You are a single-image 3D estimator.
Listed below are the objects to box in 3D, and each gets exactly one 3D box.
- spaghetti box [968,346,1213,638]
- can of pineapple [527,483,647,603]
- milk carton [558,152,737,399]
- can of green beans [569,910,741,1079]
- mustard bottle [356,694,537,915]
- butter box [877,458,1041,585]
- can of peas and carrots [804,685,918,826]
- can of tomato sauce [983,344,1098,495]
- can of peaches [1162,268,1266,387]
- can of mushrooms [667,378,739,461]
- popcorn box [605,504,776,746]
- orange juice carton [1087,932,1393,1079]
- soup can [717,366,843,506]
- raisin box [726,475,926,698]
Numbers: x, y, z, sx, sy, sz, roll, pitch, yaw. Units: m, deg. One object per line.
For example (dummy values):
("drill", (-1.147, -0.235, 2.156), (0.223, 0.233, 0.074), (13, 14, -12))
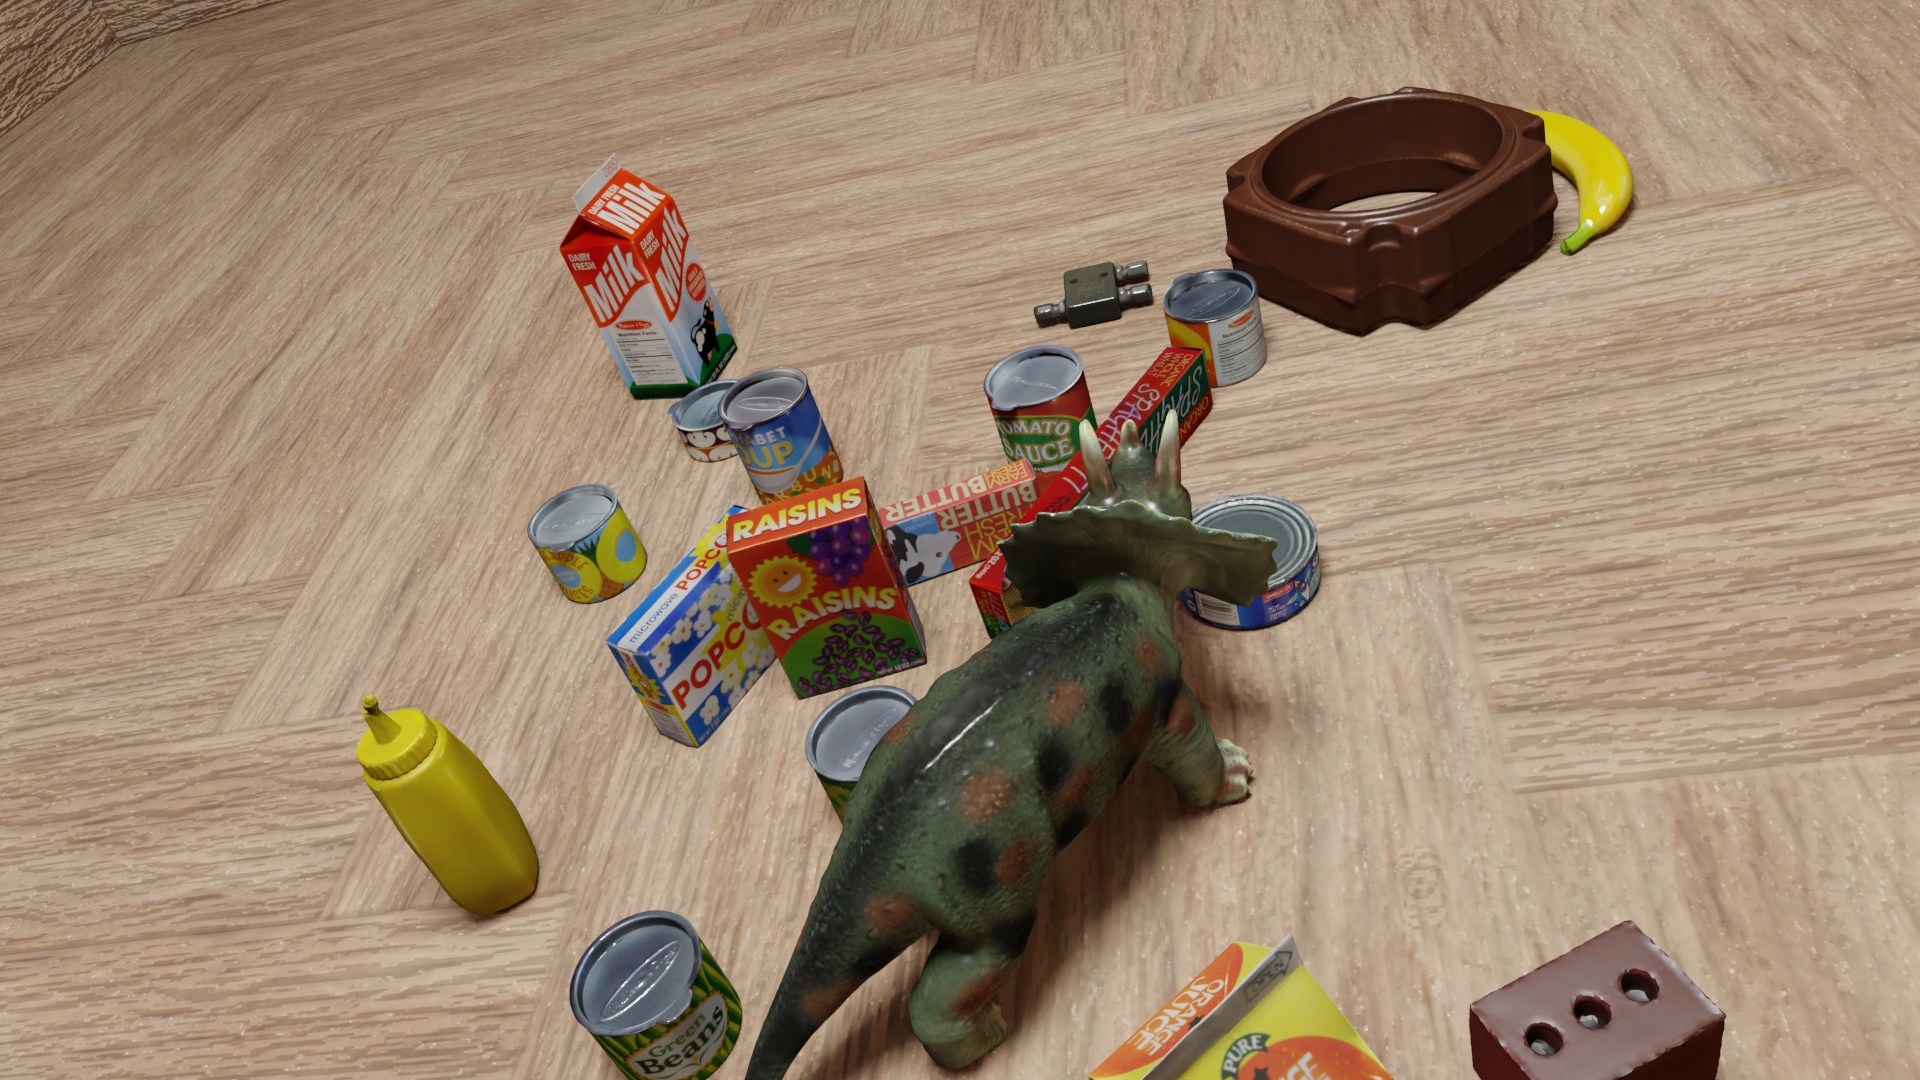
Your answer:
("spaghetti box", (0.090, -0.035, 0.886), (0.029, 0.050, 0.251), (15, 50, 35))
("can of pineapple", (-0.263, 0.004, 0.981), (0.071, 0.057, 0.071), (-12, 39, 10))
("milk carton", (-0.258, -0.212, 1.126), (0.073, 0.189, 0.073), (0, 43, 23))
("can of green beans", (-0.146, 0.224, 0.673), (0.071, 0.057, 0.071), (-12, 39, 10))
("mustard bottle", (-0.283, 0.136, 0.751), (0.049, 0.159, 0.065), (-25, 39, -7))
("butter box", (0.003, -0.011, 0.892), (0.103, 0.053, 0.024), (-19, 39, 0))
("can of peas and carrots", (-0.041, 0.122, 0.749), (0.071, 0.058, 0.071), (-12, 39, 10))
("can of tomato sauce", (0.057, -0.076, 0.923), (0.071, 0.082, 0.071), (-12, 39, 10))
("can of peaches", (0.179, -0.151, 0.980), (0.071, 0.057, 0.071), (-12, 39, 10))
("can of mushrooms", (-0.191, -0.094, 1.085), (0.071, 0.033, 0.071), (-11, 39, 10))
("popcorn box", (-0.151, 0.052, 0.856), (0.038, 0.084, 0.127), (12, 48, 33))
("orange juice carton", (0.102, 0.211, 0.479), (0.072, 0.191, 0.073), (-35, 41, -19))
("soup can", (-0.129, -0.070, 0.991), (0.071, 0.083, 0.072), (-12, 39, 10))
("raisin box", (-0.077, 0.029, 0.821), (0.086, 0.122, 0.040), (-16, 39, 5))
